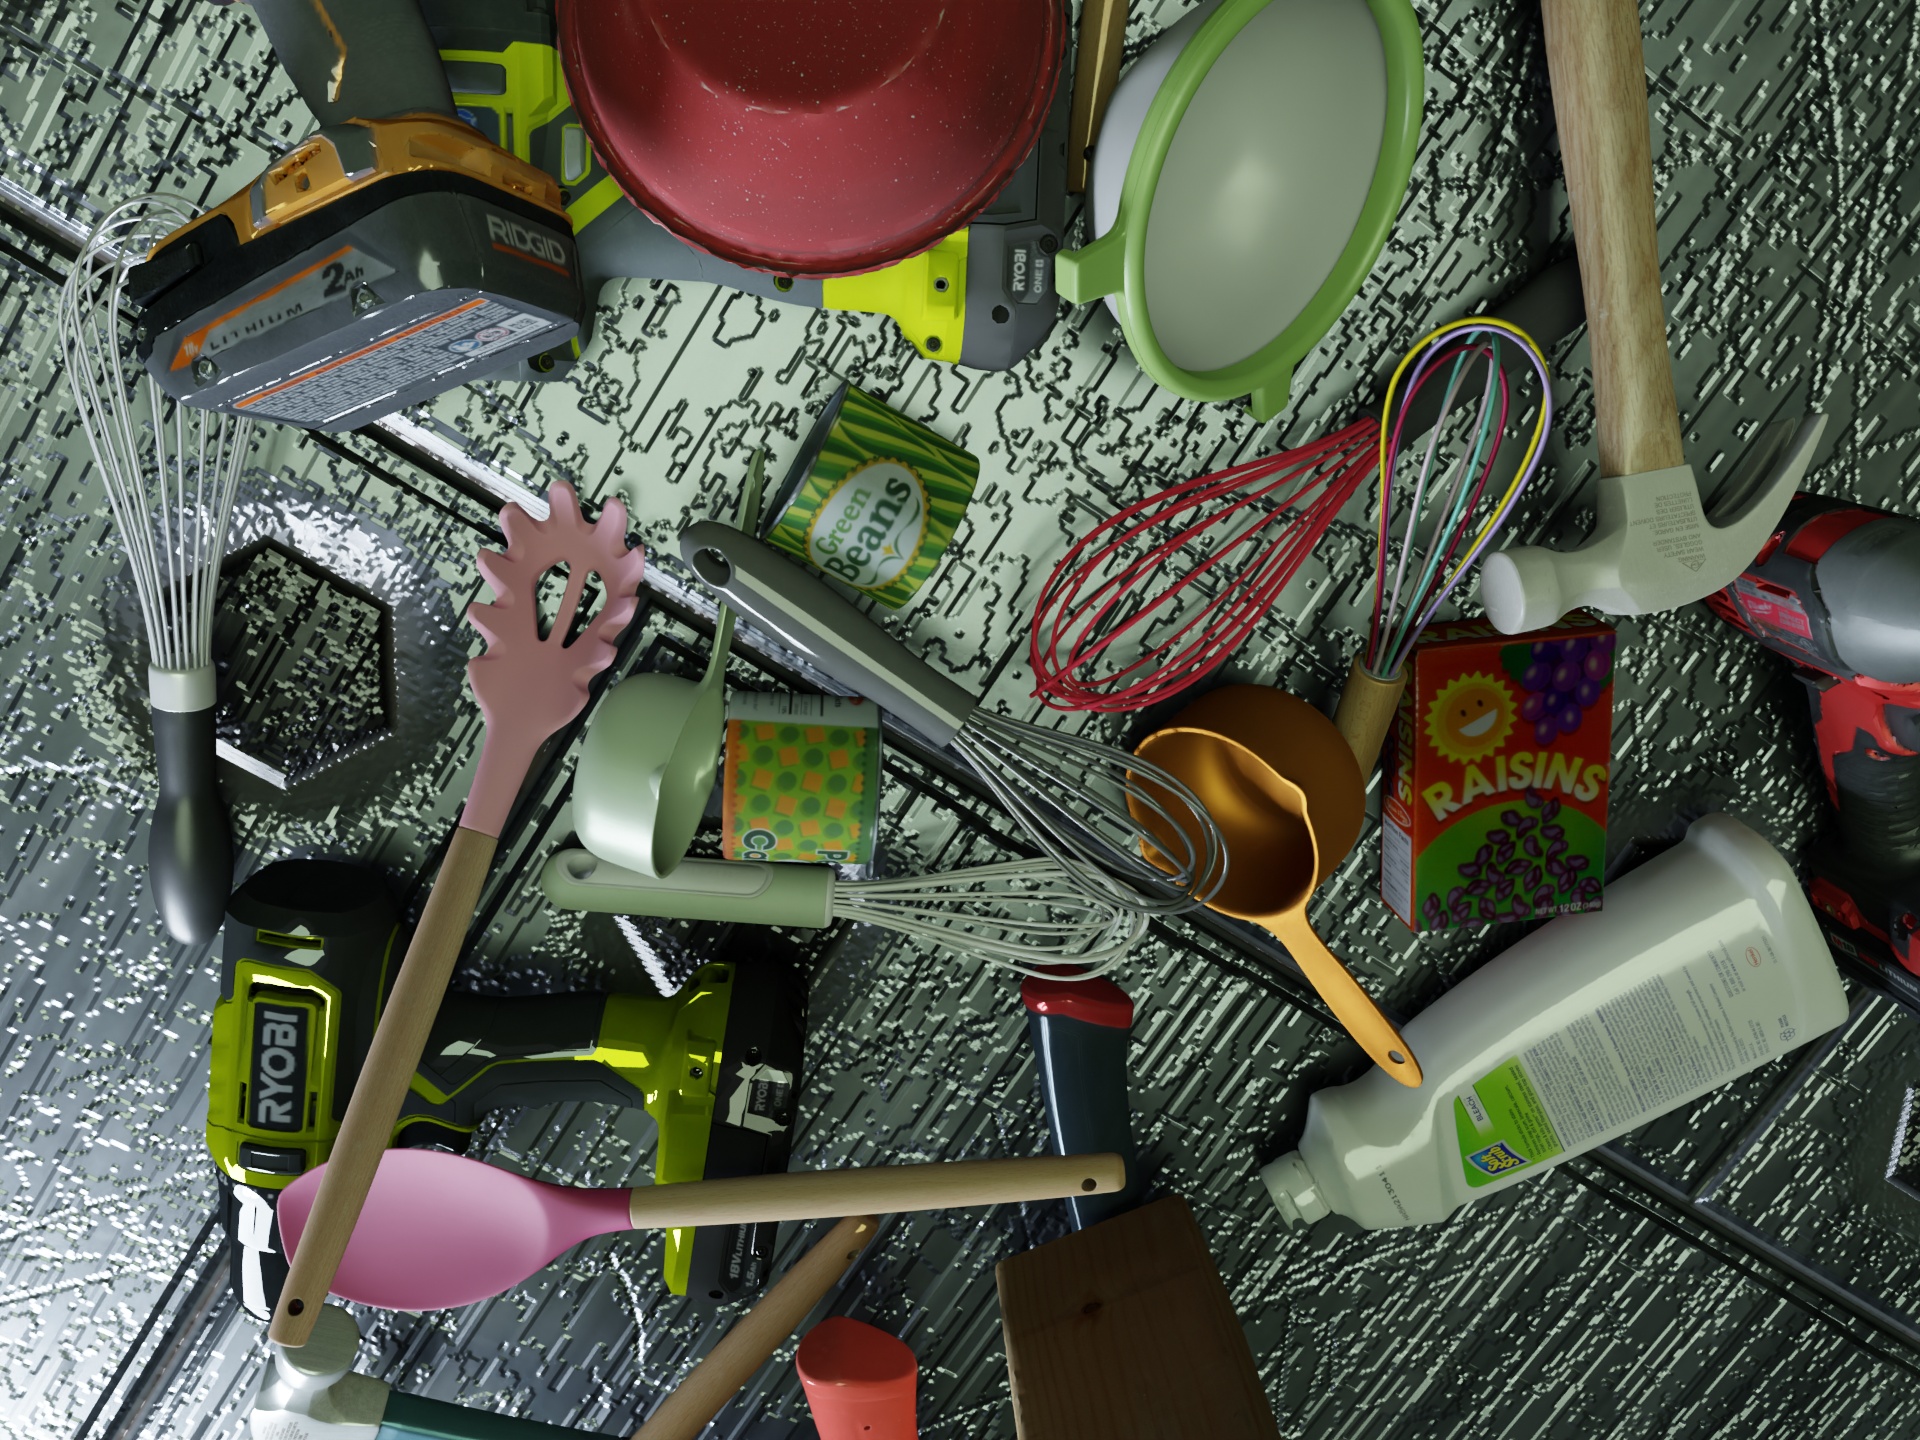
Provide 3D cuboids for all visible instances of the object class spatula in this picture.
[{"bbox_3d":[-0.130,0.314,0.637,0.317,0.044,0.082,-50,140,12],"label":"spatula"}]

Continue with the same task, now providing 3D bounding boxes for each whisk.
[{"bbox_3d":[-0.285,-0.045,0.581,0.070,0.070,0.284,5,111,-8],"label":"whisk"},{"bbox_3d":[0.144,-0.099,0.609,0.296,0.073,0.073,-37,107,0],"label":"whisk"},{"bbox_3d":[0.162,-0.039,0.602,0.047,0.051,0.244,-1,129,-12],"label":"whisk"},{"bbox_3d":[-0.046,0.072,0.644,0.246,0.058,0.059,5,136,-3],"label":"whisk"},{"bbox_3d":[-0.001,-0.002,0.586,0.239,0.055,0.055,34,100,-10],"label":"whisk"}]

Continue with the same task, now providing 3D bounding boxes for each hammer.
[{"bbox_3d":[-0.139,0.327,0.697,0.330,0.033,0.128,20,131,-17],"label":"hammer"},{"bbox_3d":[-0.019,0.411,0.708,0.149,0.037,0.358,-15,114,0],"label":"hammer"},{"bbox_3d":[0.234,-0.204,0.571,0.130,0.031,0.331,-11,97,-9],"label":"hammer"},{"bbox_3d":[0.066,0.290,0.724,0.143,0.038,0.386,-13,107,0],"label":"hammer"}]

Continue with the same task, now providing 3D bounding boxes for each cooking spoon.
[{"bbox_3d":[-0.097,0.182,0.599,0.319,0.017,0.068,-4,104,1],"label":"cooking spoon"}]

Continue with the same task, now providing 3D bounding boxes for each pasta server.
[{"bbox_3d":[-0.185,0.065,0.573,0.060,0.040,0.316,18,78,-2],"label":"pasta server"}]

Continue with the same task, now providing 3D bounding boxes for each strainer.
[{"bbox_3d":[0.112,-0.238,0.542,0.151,0.069,0.256,12,108,-53],"label":"strainer"}]

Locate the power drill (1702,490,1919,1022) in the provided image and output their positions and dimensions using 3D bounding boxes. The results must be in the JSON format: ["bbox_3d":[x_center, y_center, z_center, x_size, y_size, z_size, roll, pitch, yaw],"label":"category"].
[{"bbox_3d":[0.376,0.017,0.623,0.078,0.143,0.219,-30,110,0],"label":"power drill"}]

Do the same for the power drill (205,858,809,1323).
[{"bbox_3d":[-0.184,0.165,0.640,0.228,0.080,0.190,9,105,-6],"label":"power drill"}]

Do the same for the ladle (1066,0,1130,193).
[{"bbox_3d":[0.064,-0.342,0.528,0.078,0.062,0.320,4,109,-9],"label":"ladle"}]

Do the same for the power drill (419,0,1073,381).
[{"bbox_3d":[-0.078,-0.201,0.544,0.223,0.080,0.171,1,102,-4],"label":"power drill"}]

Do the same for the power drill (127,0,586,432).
[{"bbox_3d":[-0.219,-0.207,0.484,0.185,0.084,0.226,-15,86,21],"label":"power drill"}]

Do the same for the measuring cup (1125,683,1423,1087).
[{"bbox_3d":[0.140,0.062,0.629,0.052,0.095,0.173,-39,94,-37],"label":"measuring cup"}]

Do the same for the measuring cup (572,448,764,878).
[{"bbox_3d":[-0.109,-0.025,0.604,0.038,0.083,0.167,13,88,5],"label":"measuring cup"}]
